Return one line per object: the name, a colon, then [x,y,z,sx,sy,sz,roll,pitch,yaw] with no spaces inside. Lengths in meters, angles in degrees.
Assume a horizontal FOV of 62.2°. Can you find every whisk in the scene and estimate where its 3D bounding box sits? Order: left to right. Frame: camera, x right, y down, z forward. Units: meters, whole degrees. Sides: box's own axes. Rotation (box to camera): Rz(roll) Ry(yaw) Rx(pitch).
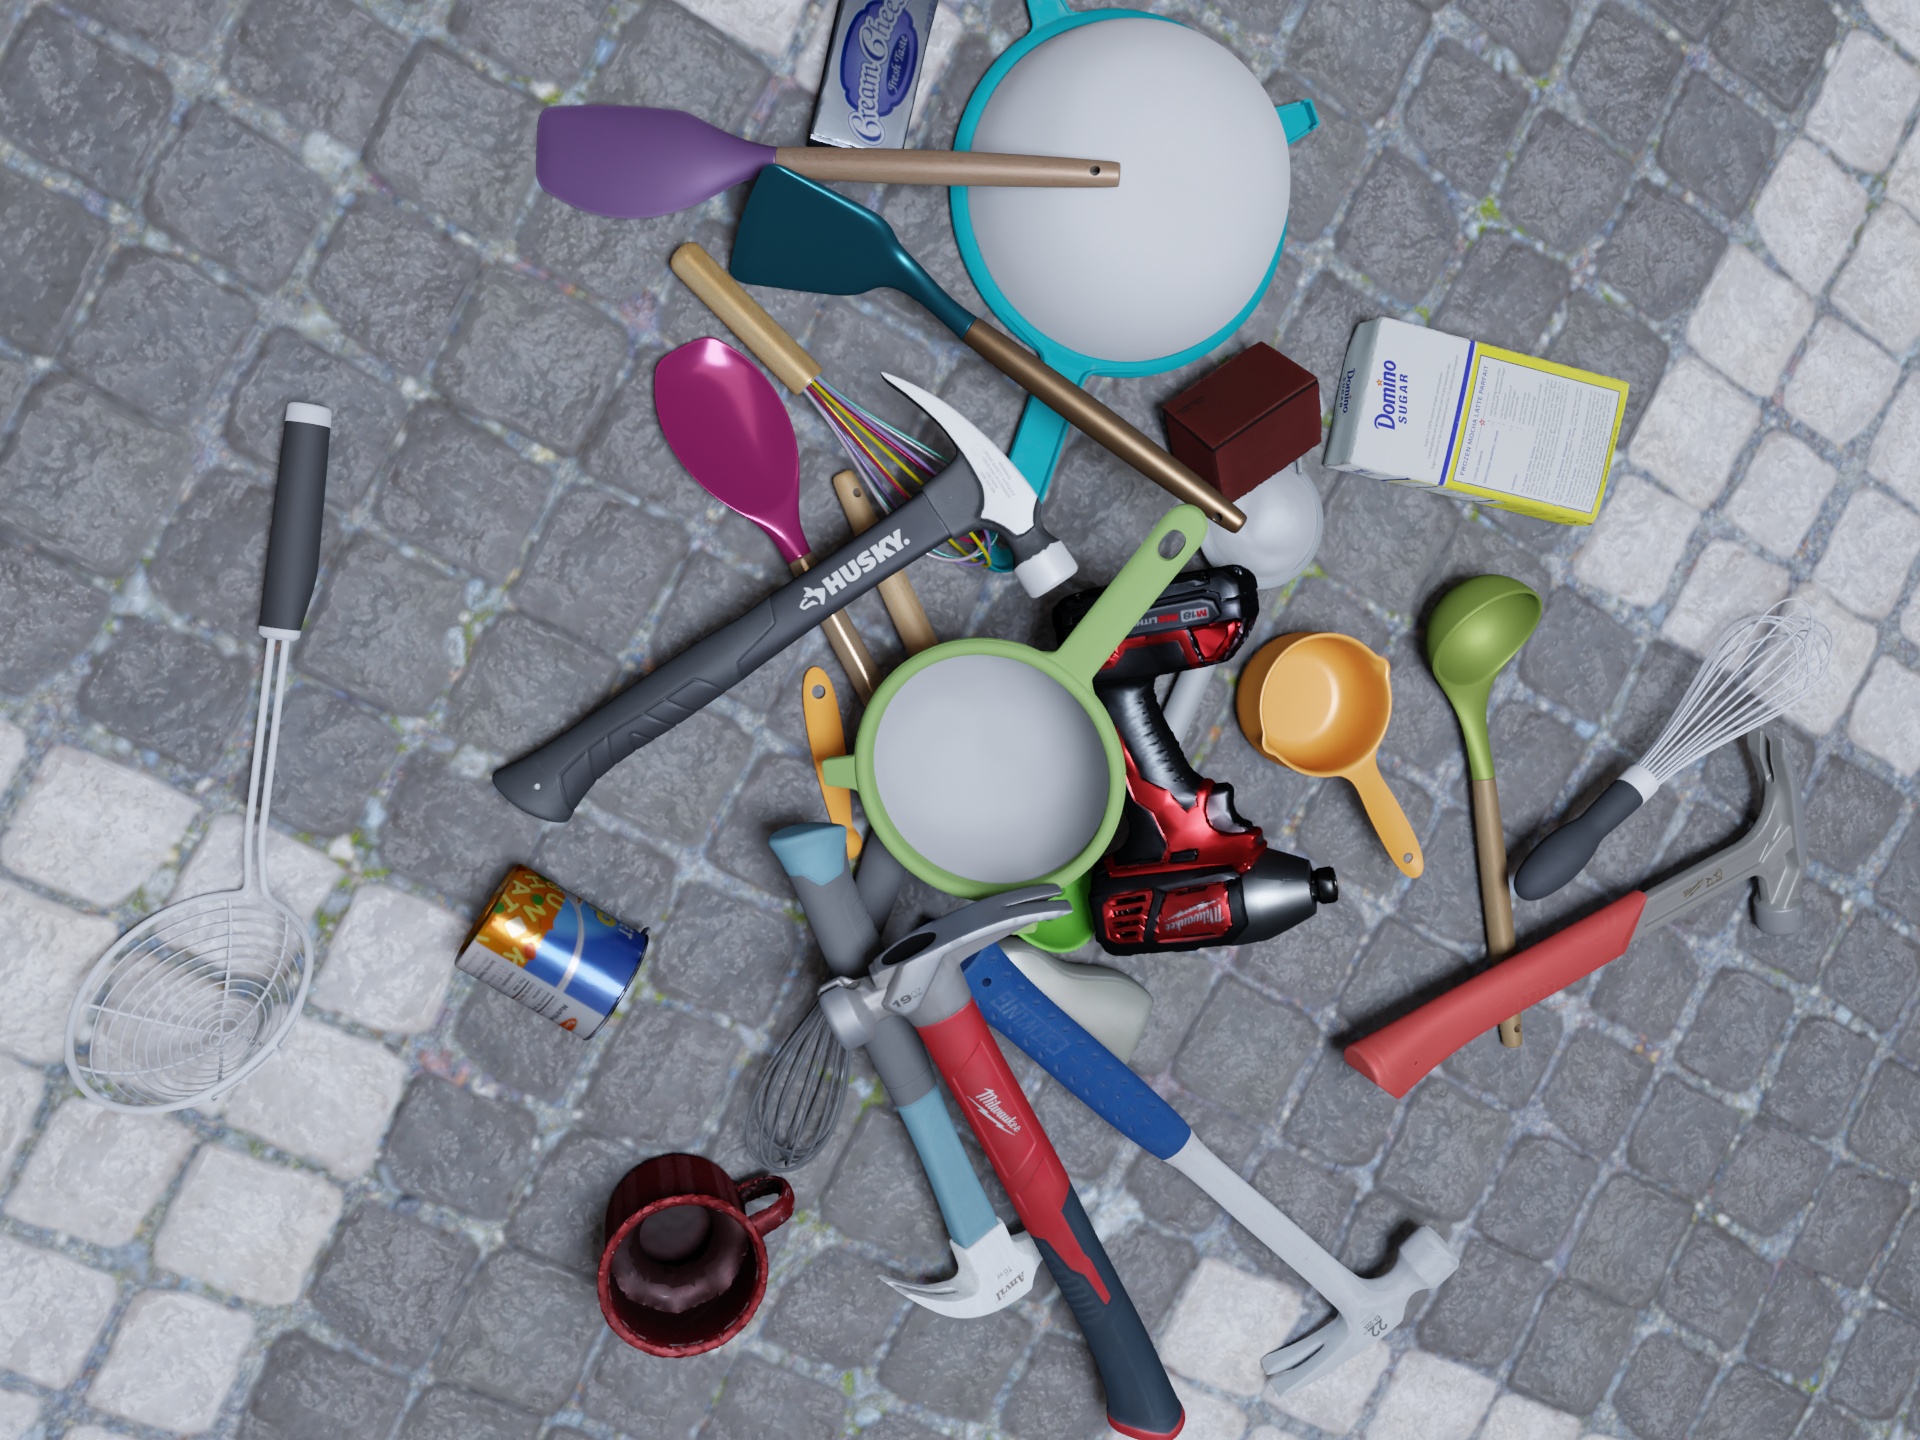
whisk: [-0.067,-0.175,0.892,0.245,0.047,0.051,45,110,-9]
whisk: [-0.070,0.151,0.933,0.055,0.055,0.239,20,87,-15]
whisk: [0.461,0.022,1.031,0.284,0.070,0.070,-40,104,-10]

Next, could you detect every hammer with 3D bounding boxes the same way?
hammer: [-0.113,-0.052,0.870,0.335,0.035,0.146,-33,95,4]
hammer: [-0.030,0.202,0.916,0.128,0.033,0.330,-31,110,-29]
hammer: [0.064,0.272,0.917,0.143,0.038,0.386,-27,113,-1]
hammer: [0.134,0.268,0.968,0.144,0.035,0.405,-45,110,5]
hammer: [0.403,0.138,1.028,0.359,0.037,0.149,-24,111,-15]

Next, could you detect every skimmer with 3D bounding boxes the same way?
skimmer: [-0.376,0.014,0.815,0.127,0.090,0.363,9,92,17]

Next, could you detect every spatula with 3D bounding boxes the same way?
spatula: [-0.073,-0.296,0.852,0.316,0.018,0.060,3,96,4]
spatula: [0.021,-0.192,0.868,0.317,0.082,0.044,35,50,1]

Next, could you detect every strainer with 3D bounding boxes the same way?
strainer: [0.052,-0.018,0.868,0.151,0.069,0.256,38,110,1]
strainer: [0.085,-0.245,0.900,0.211,0.095,0.340,19,90,-15]
strainer: [0.160,-0.061,0.969,0.086,0.050,0.258,22,94,-16]

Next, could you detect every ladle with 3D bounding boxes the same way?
ladle: [0.347,0.064,1.022,0.078,0.062,0.320,-14,102,-21]

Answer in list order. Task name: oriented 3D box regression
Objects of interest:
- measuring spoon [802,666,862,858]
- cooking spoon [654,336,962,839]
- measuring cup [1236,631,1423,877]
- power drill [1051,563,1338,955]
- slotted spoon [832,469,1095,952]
measuring spoon: [-0.075,0.026,0.932,0.021,0.011,0.117,-11,99,-13]
cooking spoon: [-0.080,-0.070,0.909,0.069,0.017,0.319,-31,98,-16]
measuring cup: [0.236,0.023,0.991,0.095,0.052,0.173,-34,105,-9]
power drill: [0.135,0.025,0.923,0.143,0.078,0.219,-8,96,18]
slotted spoon: [-0.001,-0.003,0.939,0.070,0.031,0.313,-31,101,-33]
